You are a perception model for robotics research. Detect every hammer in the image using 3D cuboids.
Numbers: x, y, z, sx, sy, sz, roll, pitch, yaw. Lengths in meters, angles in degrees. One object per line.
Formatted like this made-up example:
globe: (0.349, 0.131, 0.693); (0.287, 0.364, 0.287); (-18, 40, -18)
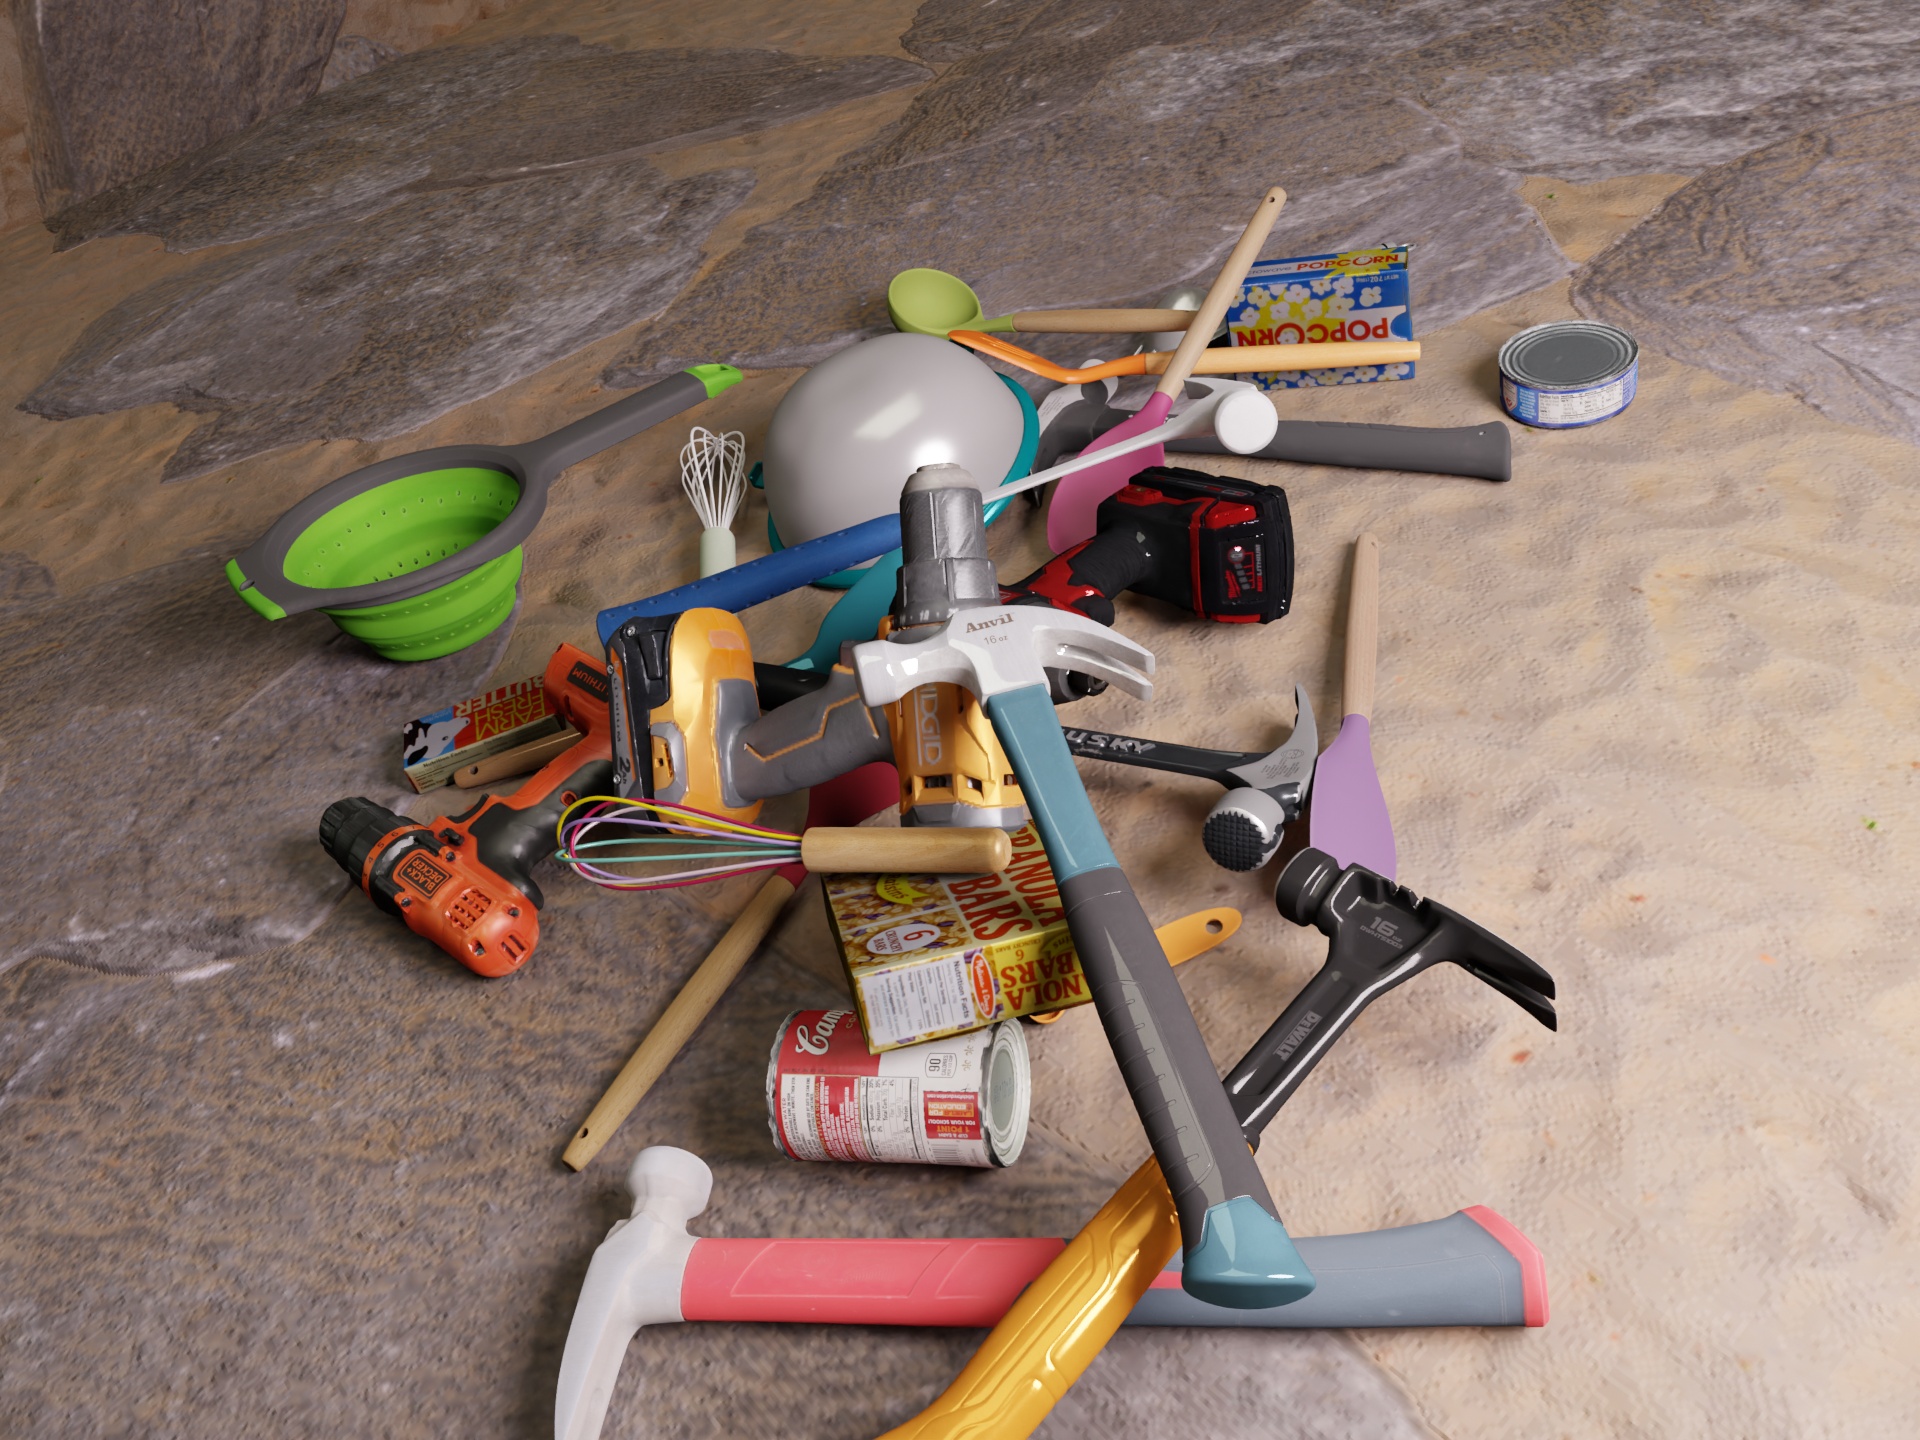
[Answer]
hammer: (0.029, 0.236, 0.627); (0.386, 0.038, 0.143); (-5, 42, 15)
hammer: (-0.001, -0.003, 0.883); (0.409, 0.036, 0.149); (10, 30, 27)
hammer: (0.199, -0.186, 1.065); (0.335, 0.035, 0.146); (10, 46, 29)
hammer: (0.056, 0.077, 0.643); (0.128, 0.033, 0.331); (-15, 52, -8)
hammer: (-0.020, -0.118, 0.934); (0.405, 0.035, 0.144); (-19, 15, 7)
hammer: (0.087, 0.185, 0.607); (0.337, 0.034, 0.127); (-41, 45, -23)

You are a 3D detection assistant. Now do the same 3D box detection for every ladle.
ladle: (-0.108, 0.106, 0.842); (0.069, 0.031, 0.315); (11, 48, 32)
ladle: (0.060, -0.316, 1.213); (0.078, 0.062, 0.320); (-31, 30, -33)

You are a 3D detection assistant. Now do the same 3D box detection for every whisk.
whisk: (-0.094, 0.060, 0.773); (0.245, 0.051, 0.047); (-1, 85, 21)
whisk: (-0.173, -0.132, 1.132); (0.058, 0.059, 0.247); (-28, 41, 17)

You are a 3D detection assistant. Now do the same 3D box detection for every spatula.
spatula: (0.153, -0.259, 1.108); (0.322, 0.041, 0.081); (0, 16, 10)
spatula: (0.215, -0.012, 0.854); (0.018, 0.059, 0.316); (-40, 19, 37)
spatula: (-0.170, -0.017, 0.994); (0.317, 0.044, 0.082); (-19, 66, 1)

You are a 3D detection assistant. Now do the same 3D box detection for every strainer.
strainer: (-0.038, -0.161, 1.045); (0.211, 0.095, 0.341); (-32, 42, 2)
strainer: (0.234, -0.327, 1.217); (0.258, 0.050, 0.087); (-21, 24, -10)

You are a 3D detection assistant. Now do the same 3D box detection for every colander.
colander: (-0.322, -0.148, 1.169); (0.397, 0.094, 0.205); (-32, 41, -24)

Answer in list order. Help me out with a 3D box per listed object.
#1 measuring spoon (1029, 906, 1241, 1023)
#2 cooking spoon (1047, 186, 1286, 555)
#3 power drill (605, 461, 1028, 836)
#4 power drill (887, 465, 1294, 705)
measuring spoon: (0.084, 0.118, 0.769); (0.117, 0.011, 0.021); (-23, 57, -11)
cooking spoon: (0.147, -0.235, 1.063); (0.069, 0.017, 0.319); (22, 72, 25)
power drill: (-0.074, -0.028, 0.823); (0.226, 0.185, 0.084); (-5, -2, 29)
power drill: (0.082, -0.070, 0.889); (0.219, 0.078, 0.143); (-26, 31, -34)
